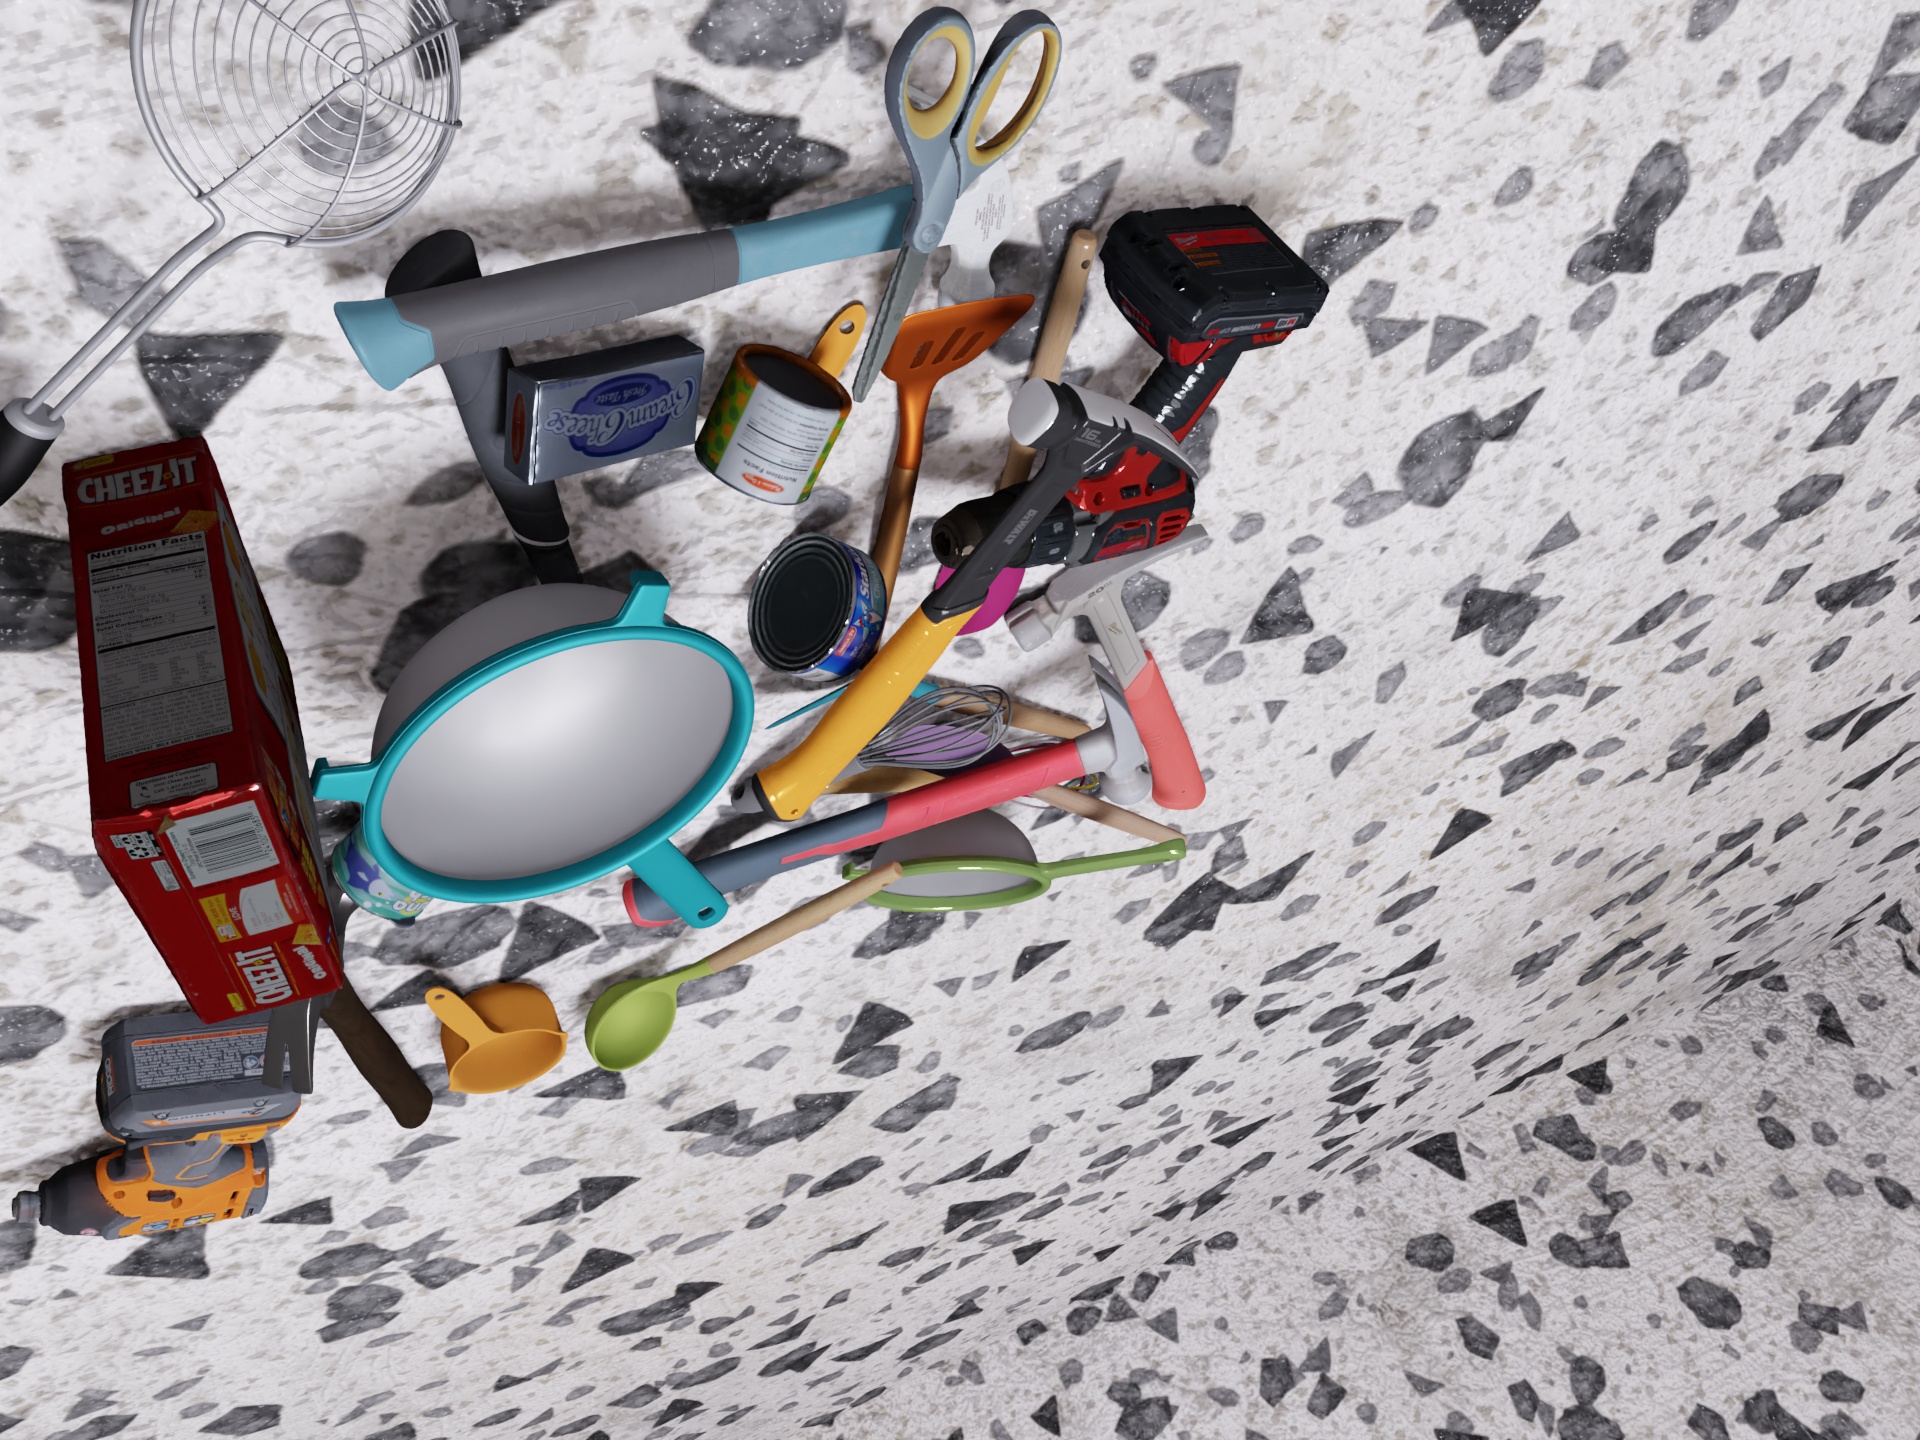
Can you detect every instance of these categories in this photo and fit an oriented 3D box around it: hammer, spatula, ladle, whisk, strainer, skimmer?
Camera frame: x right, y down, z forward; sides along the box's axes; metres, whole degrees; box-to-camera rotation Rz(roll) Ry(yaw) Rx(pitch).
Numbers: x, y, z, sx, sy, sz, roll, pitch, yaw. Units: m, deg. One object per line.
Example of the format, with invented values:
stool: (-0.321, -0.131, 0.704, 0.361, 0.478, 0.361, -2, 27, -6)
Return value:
hammer: (-0.061, 0.063, 1.121, 0.386, 0.038, 0.143, -18, 142, 5)
hammer: (-0.413, 0.226, 1.105, 0.031, 0.130, 0.331, 12, 150, 1)
spatula: (0.072, 0.055, 1.204, 0.315, 0.018, 0.060, 22, 137, -41)
spatula: (-0.002, -0.004, 1.133, 0.082, 0.044, 0.317, -25, 156, 36)
spatula: (-0.032, -0.129, 0.936, 0.081, 0.041, 0.322, -16, 148, -24)
ladle: (-0.165, 0.185, 1.199, 0.320, 0.062, 0.078, -29, 153, 28)
hammer: (-0.012, -0.052, 0.904, 0.127, 0.034, 0.336, 7, 136, -45)
hammer: (-0.119, -0.210, 0.737, 0.331, 0.033, 0.128, -21, 146, -24)
whisk: (0.002, 0.042, 1.201, 0.245, 0.047, 0.051, -1, 140, -31)
strainer: (0.044, 0.093, 1.222, 0.256, 0.069, 0.151, -10, 160, 16)
hammer: (-0.216, -0.090, 0.861, 0.149, 0.036, 0.408, -22, 147, -11)
skimmer: (-0.345, -0.179, 0.649, 0.363, 0.090, 0.127, -32, 152, 24)
hammer: (0.150, -0.024, 1.225, 0.149, 0.037, 0.358, -30, 147, 3)
strainer: (-0.211, 0.026, 0.905, 0.211, 0.095, 0.340, -32, 151, -5)
whisk: (-0.065, 0.026, 1.063, 0.239, 0.055, 0.055, -20, 155, 33)

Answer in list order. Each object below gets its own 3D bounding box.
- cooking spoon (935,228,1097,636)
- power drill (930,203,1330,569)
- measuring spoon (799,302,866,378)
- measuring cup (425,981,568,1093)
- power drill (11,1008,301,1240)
cooking spoon: (0.036, -0.159, 0.969, 0.068, 0.017, 0.318, -14, 145, -25)
power drill: (0.089, -0.174, 0.911, 0.188, 0.080, 0.226, -17, 149, -36)
measuring spoon: (-0.084, -0.179, 0.862, 0.021, 0.011, 0.117, 16, 124, -35)
measuring cup: (-0.354, 0.214, 1.165, 0.095, 0.052, 0.173, -25, 146, -5)
power drill: (-0.551, 0.288, 1.095, 0.164, 0.084, 0.226, 0, 142, -36)
